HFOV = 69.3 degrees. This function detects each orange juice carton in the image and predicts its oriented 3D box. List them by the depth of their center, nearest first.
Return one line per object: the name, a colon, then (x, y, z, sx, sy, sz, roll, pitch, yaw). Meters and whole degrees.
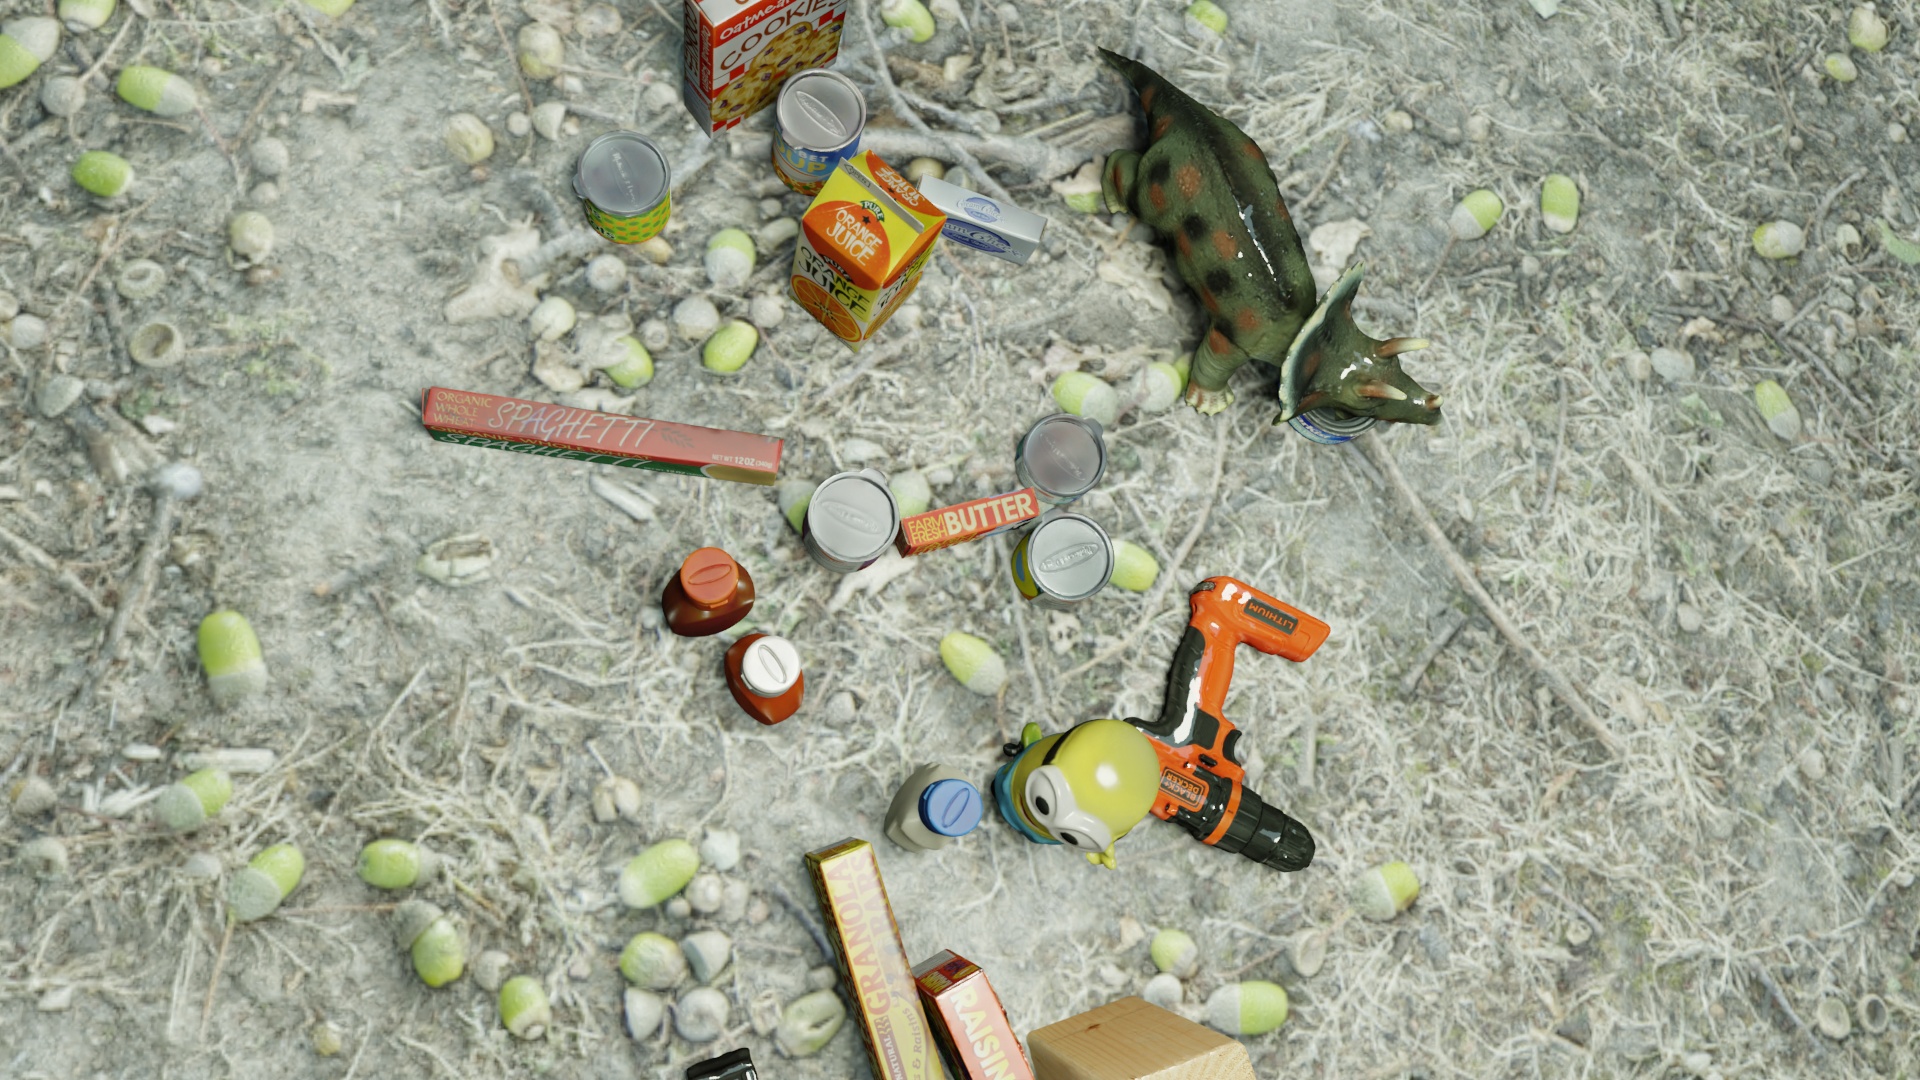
orange juice carton: (-0.067, -0.208, 0.985, 0.072, 0.192, 0.073, 41, 75, -1)

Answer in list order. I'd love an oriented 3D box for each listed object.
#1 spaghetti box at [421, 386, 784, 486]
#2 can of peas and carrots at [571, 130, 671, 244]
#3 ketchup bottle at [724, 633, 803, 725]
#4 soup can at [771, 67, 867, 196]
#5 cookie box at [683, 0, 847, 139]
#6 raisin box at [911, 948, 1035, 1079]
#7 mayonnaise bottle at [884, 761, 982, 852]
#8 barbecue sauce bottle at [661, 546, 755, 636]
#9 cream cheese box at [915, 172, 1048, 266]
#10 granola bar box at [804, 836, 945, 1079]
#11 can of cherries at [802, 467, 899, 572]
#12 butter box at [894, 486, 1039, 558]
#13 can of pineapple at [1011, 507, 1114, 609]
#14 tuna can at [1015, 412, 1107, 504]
spaghetti box: (-0.254, -0.073, 0.996, 0.250, 0.050, 0.029, 8, 78, -9)
can of peas and carrots: (-0.250, -0.259, 1.029, 0.071, 0.058, 0.071, 2, 79, -10)
ketchup bottle: (-0.132, 0.091, 0.937, 0.043, 0.148, 0.065, -33, 87, -15)
soup can: (-0.111, -0.306, 1.052, 0.071, 0.083, 0.071, 2, 79, -10)
cookie box: (-0.143, -0.376, 1.016, 0.123, 0.167, 0.040, -37, 88, -15)
raisin box: (0.006, 0.327, 0.931, 0.040, 0.123, 0.086, -24, 85, -14)
mayonnaise bottle: (-0.017, 0.181, 0.942, 0.041, 0.147, 0.065, 34, 76, -3)
barbecue sauce bottle: (-0.170, 0.035, 0.941, 0.065, 0.148, 0.043, -18, 84, -13)
cream cheese box: (0.011, -0.248, 1.079, 0.104, 0.053, 0.024, 18, 77, -7)
granola bar box: (-0.059, 0.285, 0.926, 0.039, 0.124, 0.165, -17, 83, -13)
can of cherries: (-0.079, -0.014, 1.014, 0.071, 0.058, 0.071, 2, 79, -10)
butter box: (0.004, -0.013, 1.033, 0.104, 0.053, 0.024, -14, 83, -13)
can of pineapple: (0.076, 0.015, 1.039, 0.071, 0.057, 0.071, 2, 79, -10)
tuna can: (0.078, -0.064, 1.067, 0.071, 0.032, 0.071, 2, 79, -10)
